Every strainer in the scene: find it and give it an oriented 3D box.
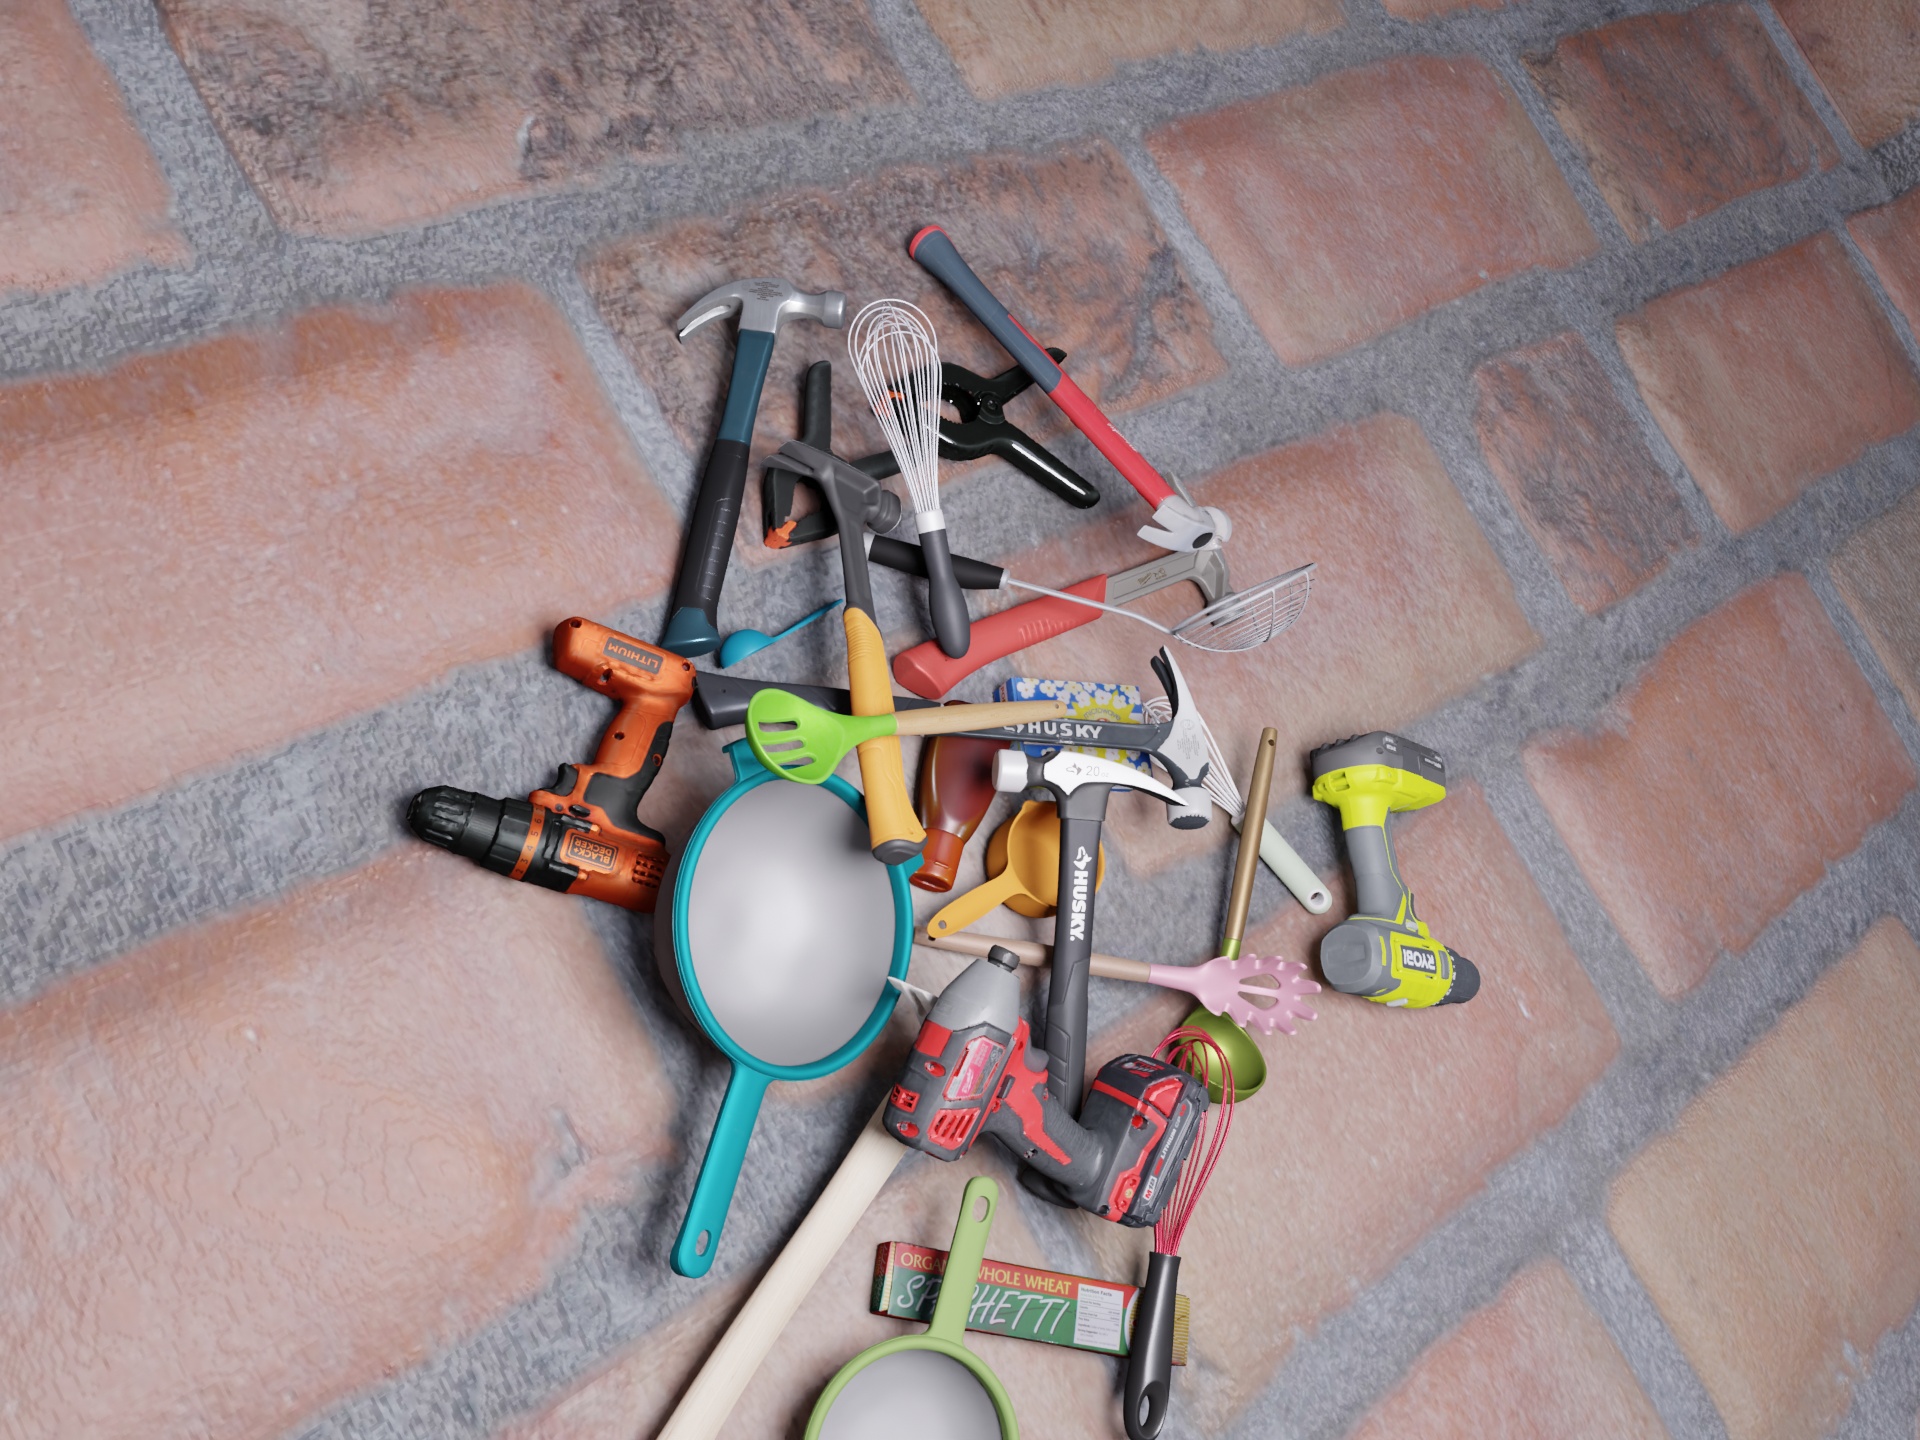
[{"bbox_3d":[-0.027,0.431,1.057,0.151,0.069,0.256,24,67,-17],"label":"strainer"},{"bbox_3d":[-0.152,0.196,1.071,0.210,0.095,0.341,36,60,-39],"label":"strainer"}]

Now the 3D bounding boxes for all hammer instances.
[{"bbox_3d":[0.087,0.192,1.181,0.146,0.035,0.335,5,87,-10],"label":"hammer"},{"bbox_3d":[-0.002,-0.004,1.223,0.408,0.036,0.149,6,64,-14],"label":"hammer"},{"bbox_3d":[-0.115,0.359,1.030,0.411,0.038,0.146,-53,141,-29],"label":"hammer"},{"bbox_3d":[0.074,-0.288,1.348,0.386,0.038,0.143,51,24,18],"label":"hammer"},{"bbox_3d":[-0.074,-0.052,1.161,0.127,0.034,0.337,23,47,-44],"label":"hammer"},{"bbox_3d":[-0.179,-0.202,1.237,0.128,0.033,0.331,9,70,0],"label":"hammer"},{"bbox_3d":[0.089,-0.105,1.361,0.359,0.036,0.149,-22,82,-34],"label":"hammer"}]

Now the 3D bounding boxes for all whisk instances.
[{"bbox_3d":[0.237,0.075,1.368,0.058,0.059,0.246,-42,98,3],"label":"whisk"},{"bbox_3d":[-0.032,-0.187,1.242,0.070,0.070,0.284,-15,96,-32],"label":"whisk"},{"bbox_3d":[0.153,0.370,1.160,0.073,0.073,0.296,19,70,-21],"label":"whisk"}]

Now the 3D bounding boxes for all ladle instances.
[{"bbox_3d":[0.233,0.153,1.298,0.078,0.062,0.320,19,71,-14],"label":"ladle"}]

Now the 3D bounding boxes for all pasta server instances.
[{"bbox_3d":[0.119,0.189,1.217,0.316,0.040,0.060,11,84,-8],"label":"pasta server"}]

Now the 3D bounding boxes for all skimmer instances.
[{"bbox_3d":[0.101,-0.127,1.287,0.363,0.127,0.090,14,95,1],"label":"skimmer"}]

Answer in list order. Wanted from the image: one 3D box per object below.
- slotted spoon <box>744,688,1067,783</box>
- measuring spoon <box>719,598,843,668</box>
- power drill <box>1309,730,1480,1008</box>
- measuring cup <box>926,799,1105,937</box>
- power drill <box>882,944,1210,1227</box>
[{"bbox_3d":[-0.030,0.003,1.112,0.313,0.031,0.070,-6,66,-46],"label":"slotted spoon"},{"bbox_3d":[-0.139,-0.075,1.226,0.128,0.042,0.021,-34,97,-41],"label":"measuring spoon"},{"bbox_3d":[0.384,0.138,1.393,0.190,0.080,0.229,17,64,-40],"label":"power drill"},{"bbox_3d":[0.032,0.128,1.229,0.173,0.052,0.095,-28,85,-32],"label":"measuring cup"},{"bbox_3d":[0.060,0.252,1.089,0.219,0.079,0.143,31,78,-30],"label":"power drill"}]
